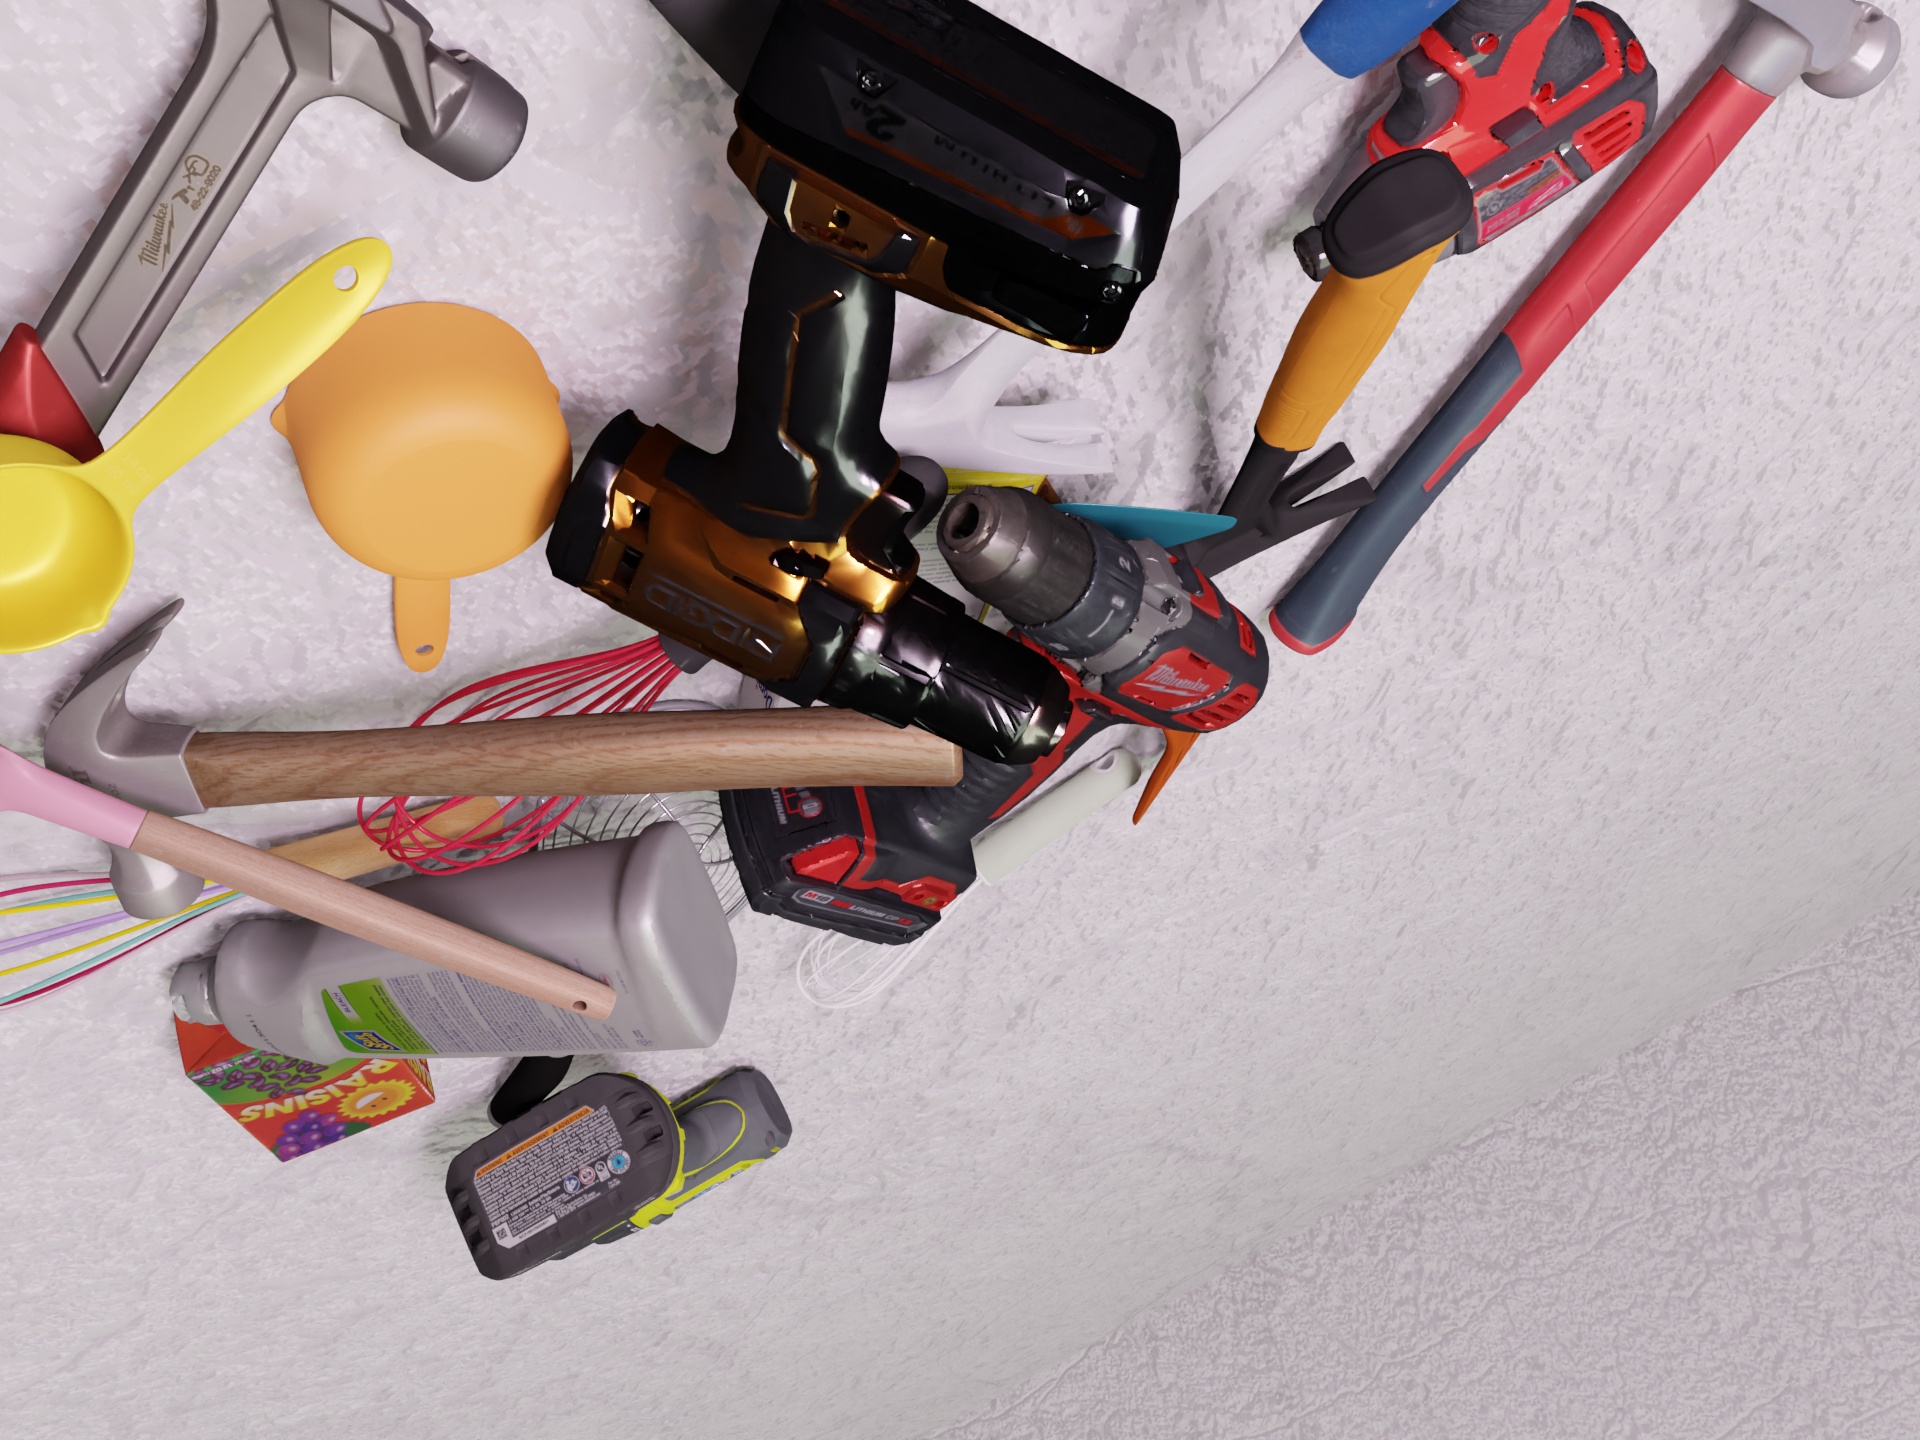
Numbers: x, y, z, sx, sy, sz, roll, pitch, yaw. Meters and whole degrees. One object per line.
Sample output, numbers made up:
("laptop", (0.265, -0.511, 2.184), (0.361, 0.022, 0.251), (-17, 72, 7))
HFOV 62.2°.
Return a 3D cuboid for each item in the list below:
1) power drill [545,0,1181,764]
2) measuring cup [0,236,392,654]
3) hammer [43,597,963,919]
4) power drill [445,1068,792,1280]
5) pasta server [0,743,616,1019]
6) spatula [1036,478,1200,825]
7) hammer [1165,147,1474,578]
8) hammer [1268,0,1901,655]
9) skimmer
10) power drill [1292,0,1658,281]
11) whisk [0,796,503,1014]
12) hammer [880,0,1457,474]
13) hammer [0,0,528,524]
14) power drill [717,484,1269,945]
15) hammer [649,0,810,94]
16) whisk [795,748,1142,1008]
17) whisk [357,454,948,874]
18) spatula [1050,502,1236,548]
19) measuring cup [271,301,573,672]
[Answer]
("power drill", (-0.014, -0.087, 0.492), (0.185, 0.084, 0.226), (27, 131, -7))
("measuring cup", (-0.220, -0.083, 0.432), (0.156, 0.029, 0.062), (-46, 147, -12))
("hammer", (-0.165, 0.012, 0.585), (0.331, 0.031, 0.130), (-2, 129, -1))
("power drill", (-0.221, 0.286, 0.992), (0.190, 0.080, 0.228), (-30, 164, 2))
("pasta server", (-0.269, 0.054, 0.570), (0.316, 0.040, 0.060), (27, 117, -24))
("spatula", (0.081, -0.036, 0.822), (0.081, 0.041, 0.322), (-53, 144, -12))
("hammer", (0.141, -0.126, 0.629), (0.127, 0.034, 0.336), (-26, 170, -5))
("hammer", (0.254, -0.173, 0.754), (0.143, 0.038, 0.386), (-1, 140, -36))
("skimmer", (-0.198, 0.120, 0.840), (0.127, 0.090, 0.363), (0, 150, -32))
("power drill", (0.170, -0.245, 0.548), (0.143, 0.079, 0.219), (-31, 152, 6))
("whisk", (-0.312, 0.070, 0.661), (0.245, 0.051, 0.047), (-16, 124, -28))
("hammer", (0.106, -0.192, 0.478), (0.144, 0.035, 0.405), (5, 152, -39))
("hammer", (-0.277, -0.066, 0.442), (0.359, 0.037, 0.149), (-49, 145, 15))
("power drill", (-0.001, -0.002, 0.663), (0.226, 0.080, 0.187), (-36, 145, 24))
("hammer", (-0.075, -0.212, 0.440), (0.128, 0.033, 0.330), (-39, 148, 16))
("whisk", (0.005, 0.094, 0.947), (0.246, 0.058, 0.059), (-36, 118, 5))
("whisk", (-0.127, -0.019, 0.630), (0.296, 0.073, 0.073), (-31, 150, 18))
("spatula", (0.029, -0.020, 0.770), (0.082, 0.044, 0.317), (2, 148, -18))
("measuring cup", (-0.184, -0.060, 0.558), (0.095, 0.052, 0.173), (-11, 143, -27))
